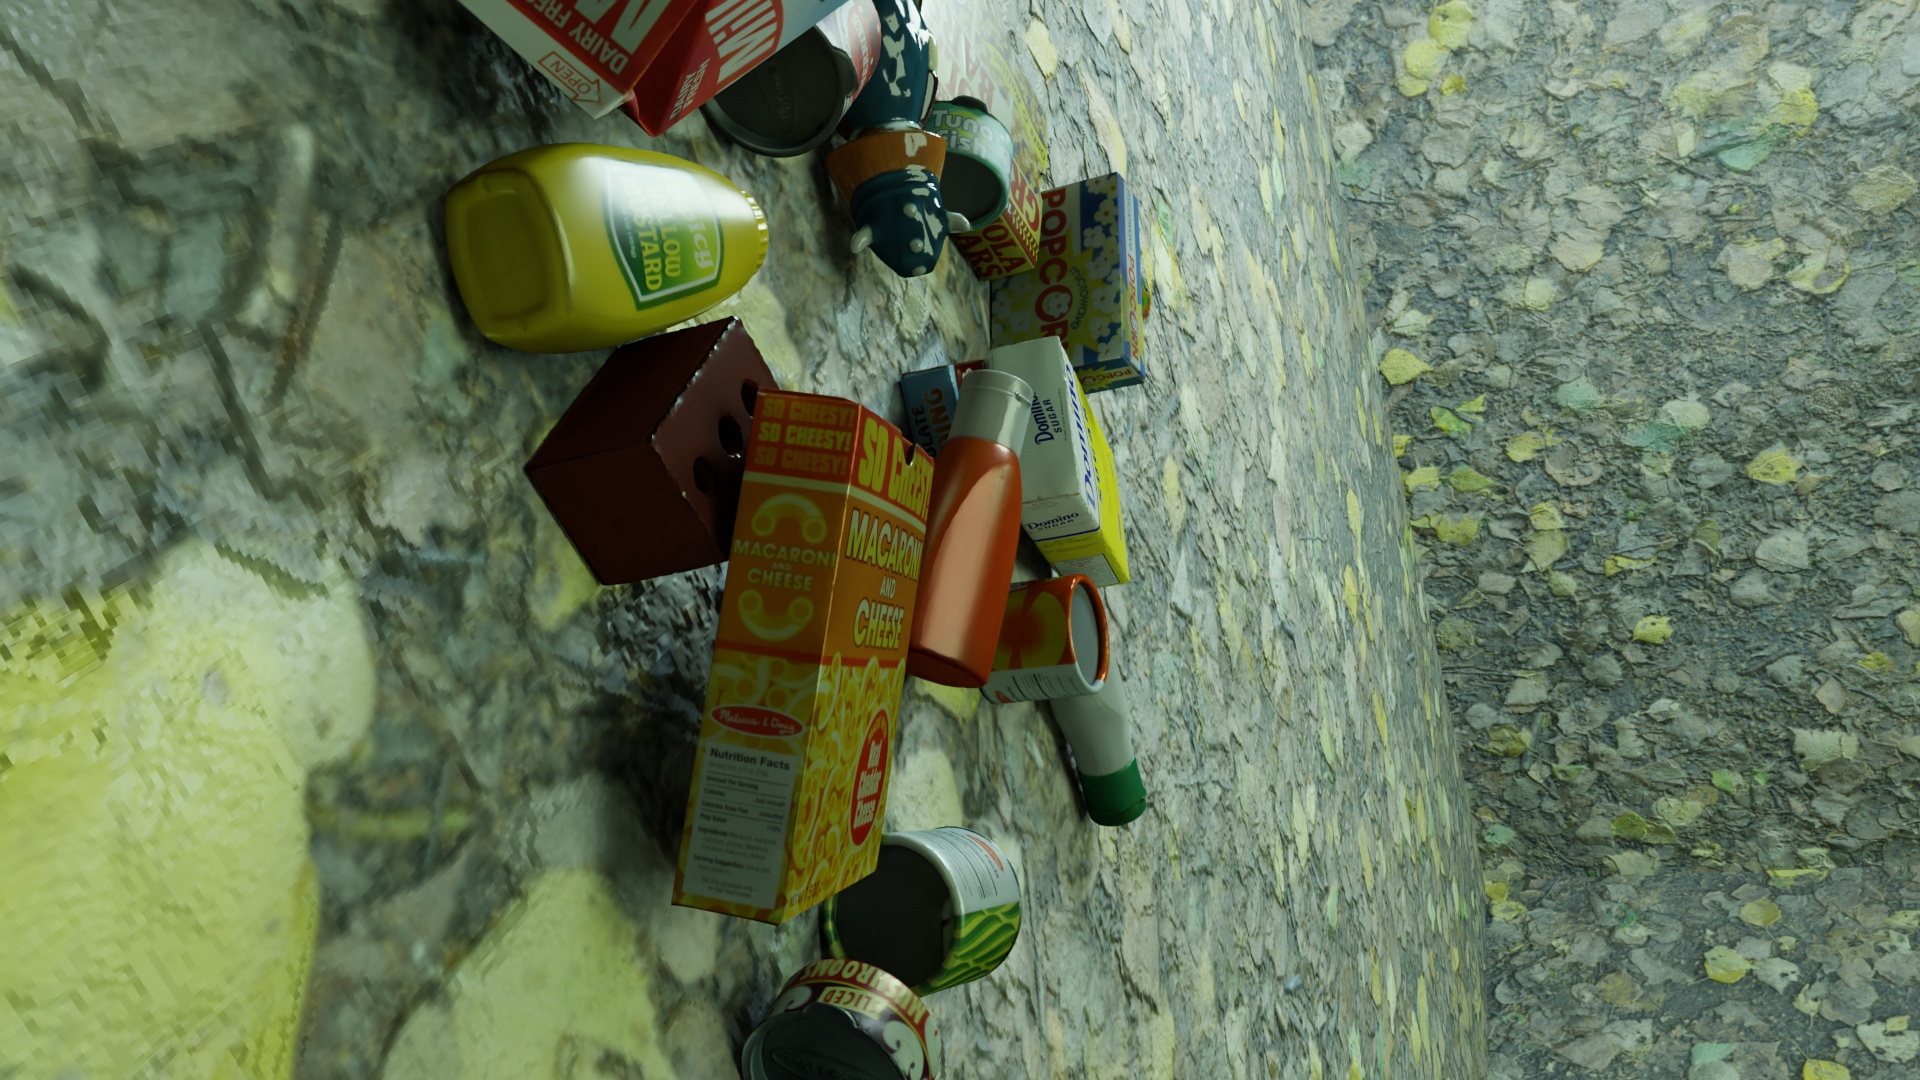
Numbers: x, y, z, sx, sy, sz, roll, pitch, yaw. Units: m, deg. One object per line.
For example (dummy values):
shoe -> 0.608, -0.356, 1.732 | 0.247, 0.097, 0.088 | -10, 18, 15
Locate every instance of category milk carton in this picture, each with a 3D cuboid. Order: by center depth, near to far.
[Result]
milk carton -> -0.090, -0.205, 0.471 | 0.072, 0.073, 0.191 | 39, 50, -2

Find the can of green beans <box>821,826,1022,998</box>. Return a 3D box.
can of green beans -> -0.016, 0.153, 0.576 | 0.058, 0.071, 0.071 | 18, 65, -63

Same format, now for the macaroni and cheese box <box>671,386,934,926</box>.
macaroni and cheese box -> -0.049, 0.040, 0.494 | 0.123, 0.040, 0.166 | 30, 68, -78

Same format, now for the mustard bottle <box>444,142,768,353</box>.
mustard bottle -> -0.107, -0.105, 0.484 | 0.161, 0.049, 0.065 | -36, 116, -63

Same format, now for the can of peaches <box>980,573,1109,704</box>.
can of peaches -> 0.044, 0.051, 0.753 | 0.071, 0.058, 0.071 | -9, 91, -66

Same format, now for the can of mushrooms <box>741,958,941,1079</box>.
can of mushrooms -> -0.042, 0.186, 0.503 | 0.033, 0.071, 0.071 | -47, 125, -61

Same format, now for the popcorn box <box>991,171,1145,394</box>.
popcorn box -> 0.064, -0.151, 0.835 | 0.038, 0.085, 0.127 | 34, 52, -58

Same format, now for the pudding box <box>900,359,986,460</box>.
pudding box -> -0.001, -0.050, 0.723 | 0.050, 0.030, 0.083 | -23, 103, -64

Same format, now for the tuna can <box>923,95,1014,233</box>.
tuna can -> -0.005, -0.193, 0.716 | 0.071, 0.071, 0.033 | 47, 41, -51

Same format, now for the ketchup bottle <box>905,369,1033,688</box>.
ketchup bottle -> 0.002, -0.008, 0.661 | 0.064, 0.043, 0.149 | 33, 64, -44

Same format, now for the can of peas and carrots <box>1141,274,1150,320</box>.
can of peas and carrots -> 0.088, -0.171, 0.914 | 0.058, 0.071, 0.071 | 57, 34, -44

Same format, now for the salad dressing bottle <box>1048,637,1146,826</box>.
salad dressing bottle -> 0.078, 0.101, 0.830 | 0.064, 0.044, 0.147 | -59, 136, -62

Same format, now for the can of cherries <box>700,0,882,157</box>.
can of cherries -> -0.069, -0.202, 0.577 | 0.059, 0.071, 0.071 | -70, 143, -49

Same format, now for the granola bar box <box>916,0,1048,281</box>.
granola bar box -> 0.000, -0.247, 0.784 | 0.165, 0.039, 0.125 | 48, 40, -50
